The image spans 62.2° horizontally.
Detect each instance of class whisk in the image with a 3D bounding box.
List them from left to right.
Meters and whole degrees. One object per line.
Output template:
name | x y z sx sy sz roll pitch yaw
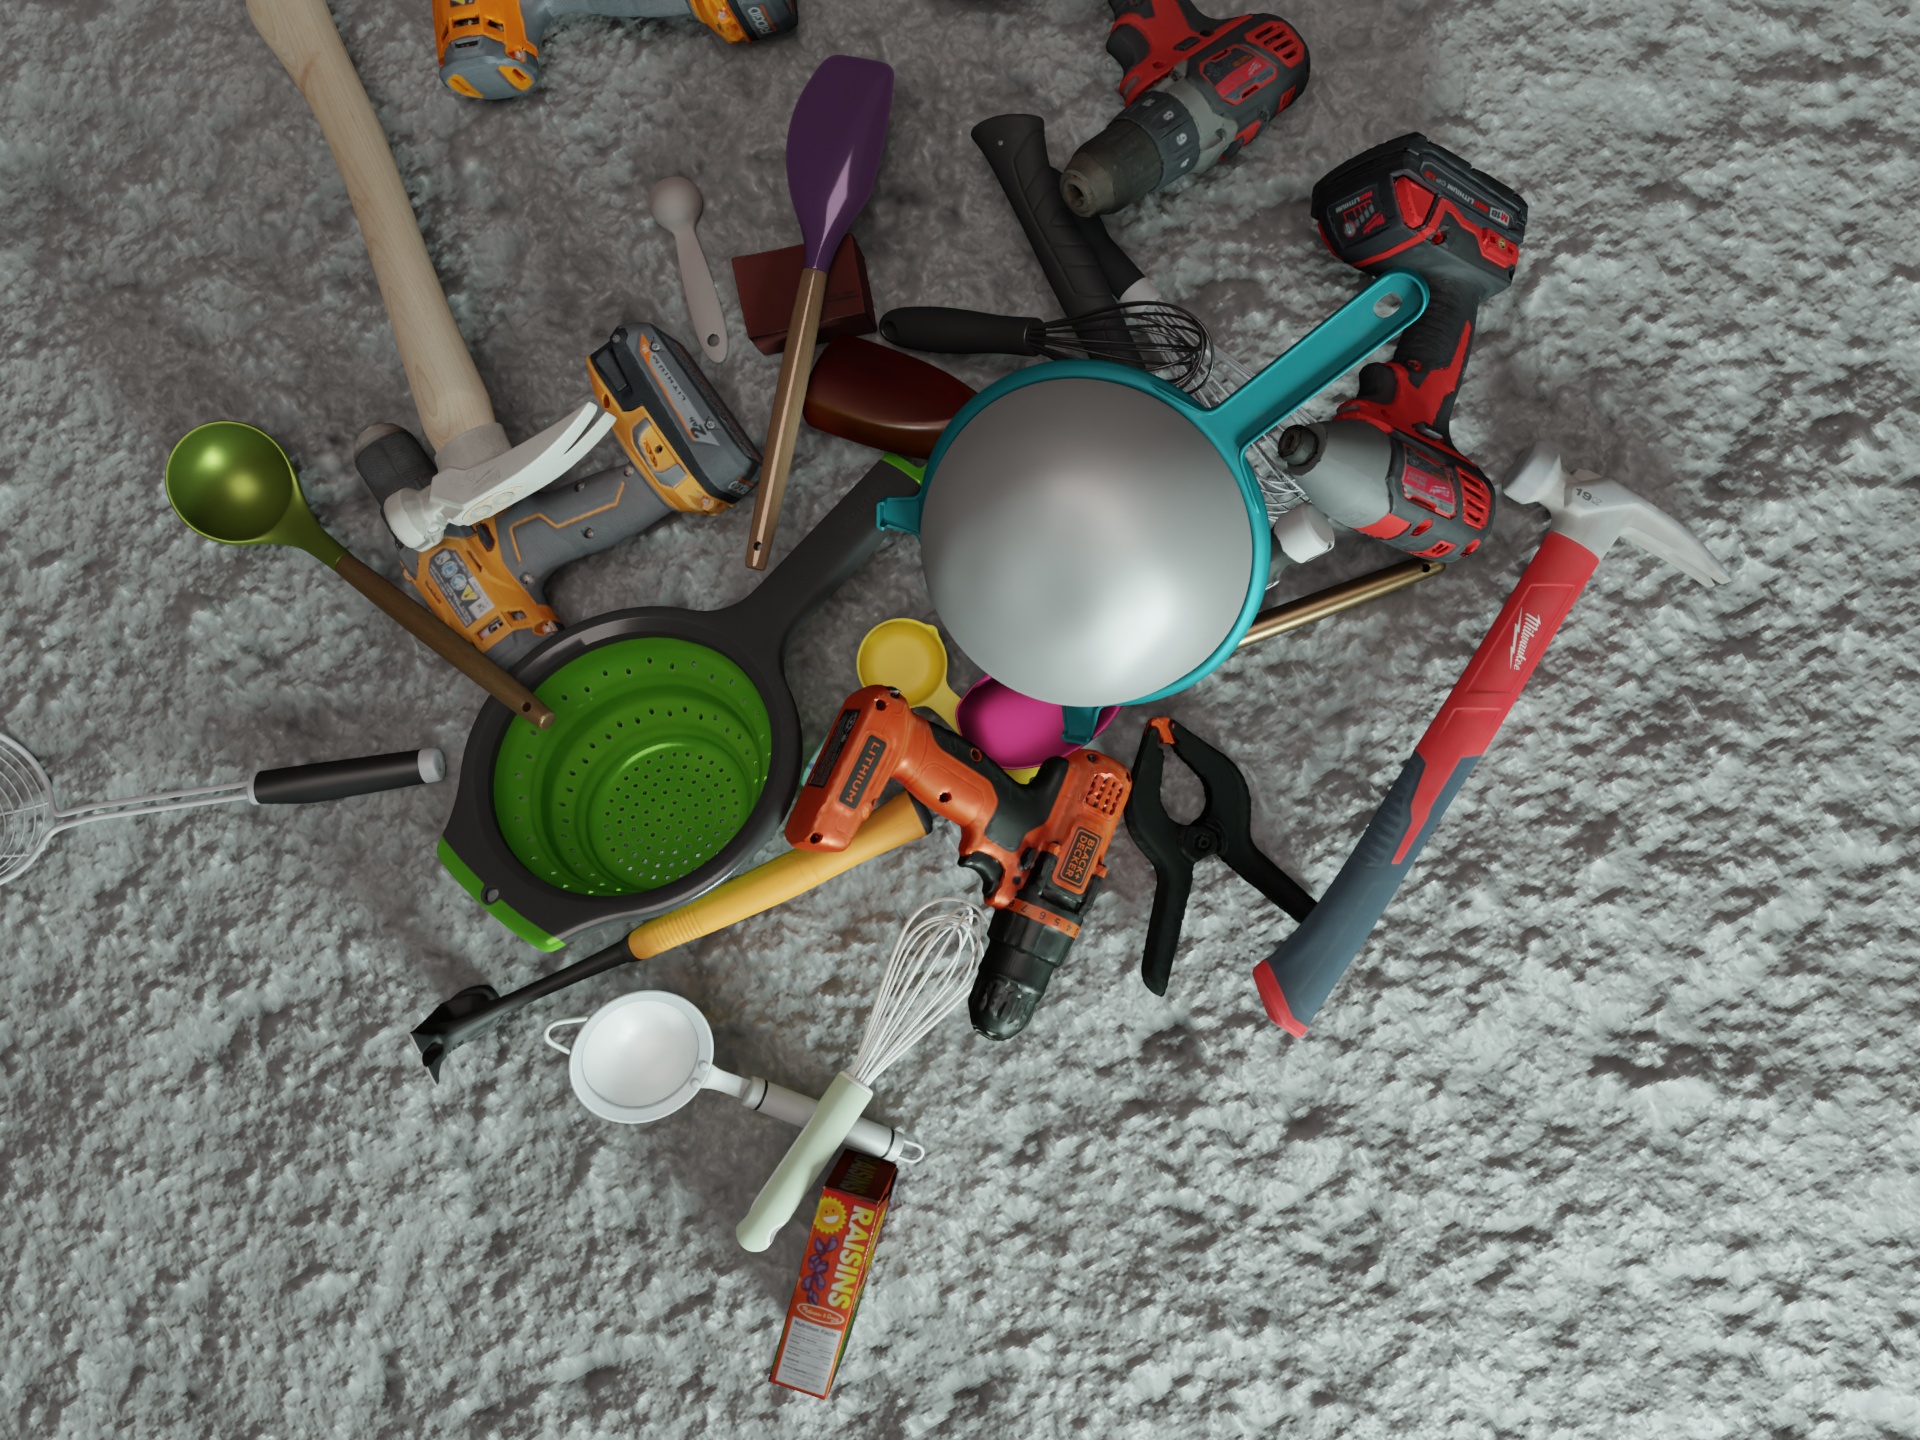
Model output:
whisk | -0.060 0.214 0.969 0.059 0.057 0.246 32 77 15
whisk | 0.044 -0.226 0.947 0.239 0.055 0.055 15 91 36
whisk | 0.131 -0.235 0.982 0.070 0.070 0.285 -39 82 3

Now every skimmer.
skimmer | -0.519 0.038 1.008 0.363 0.090 0.127 -8 58 2

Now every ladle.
ladle | -0.369 -0.086 0.976 0.320 0.062 0.078 34 92 20

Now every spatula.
spatula | -0.095 -0.247 0.962 0.060 0.018 0.316 11 90 5

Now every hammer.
hammer | -0.347 -0.314 0.983 0.146 0.038 0.411 -27 76 11
hammer | -0.172 0.126 0.979 0.337 0.127 0.034 -25 94 -2
hammer | 0.089 -0.218 0.964 0.146 0.035 0.335 -29 84 36
hammer | 0.307 0.028 0.960 0.143 0.038 0.386 32 87 2

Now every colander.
colander | -0.136 -0.019 0.988 0.205 0.094 0.397 35 73 23

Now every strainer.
strainer | -0.135 0.226 0.976 0.258 0.050 0.087 26 95 -19
strainer | 0.102 -0.118 0.852 0.340 0.095 0.211 -36 98 35

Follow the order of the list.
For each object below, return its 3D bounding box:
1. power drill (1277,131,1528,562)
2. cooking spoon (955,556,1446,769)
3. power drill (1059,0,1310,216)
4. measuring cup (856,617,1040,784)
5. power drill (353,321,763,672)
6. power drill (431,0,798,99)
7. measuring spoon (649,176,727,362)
power drill | 0.251 -0.212 0.917 0.143 0.078 0.220 16 77 -29
cooking spoon | 0.150 -0.045 0.989 0.319 0.017 0.069 -20 92 1
power drill | 0.080 -0.417 0.948 0.188 0.080 0.227 -40 89 -22
measuring cup | -0.002 -0.003 1.009 0.156 0.029 0.062 42 87 -9
power drill | -0.259 -0.155 0.999 0.226 0.084 0.185 -36 86 8
power drill | -0.225 -0.493 0.996 0.226 0.084 0.164 -7 89 8
measuring spoon | -0.172 -0.290 1.020 0.034 0.018 0.124 -16 89 4
